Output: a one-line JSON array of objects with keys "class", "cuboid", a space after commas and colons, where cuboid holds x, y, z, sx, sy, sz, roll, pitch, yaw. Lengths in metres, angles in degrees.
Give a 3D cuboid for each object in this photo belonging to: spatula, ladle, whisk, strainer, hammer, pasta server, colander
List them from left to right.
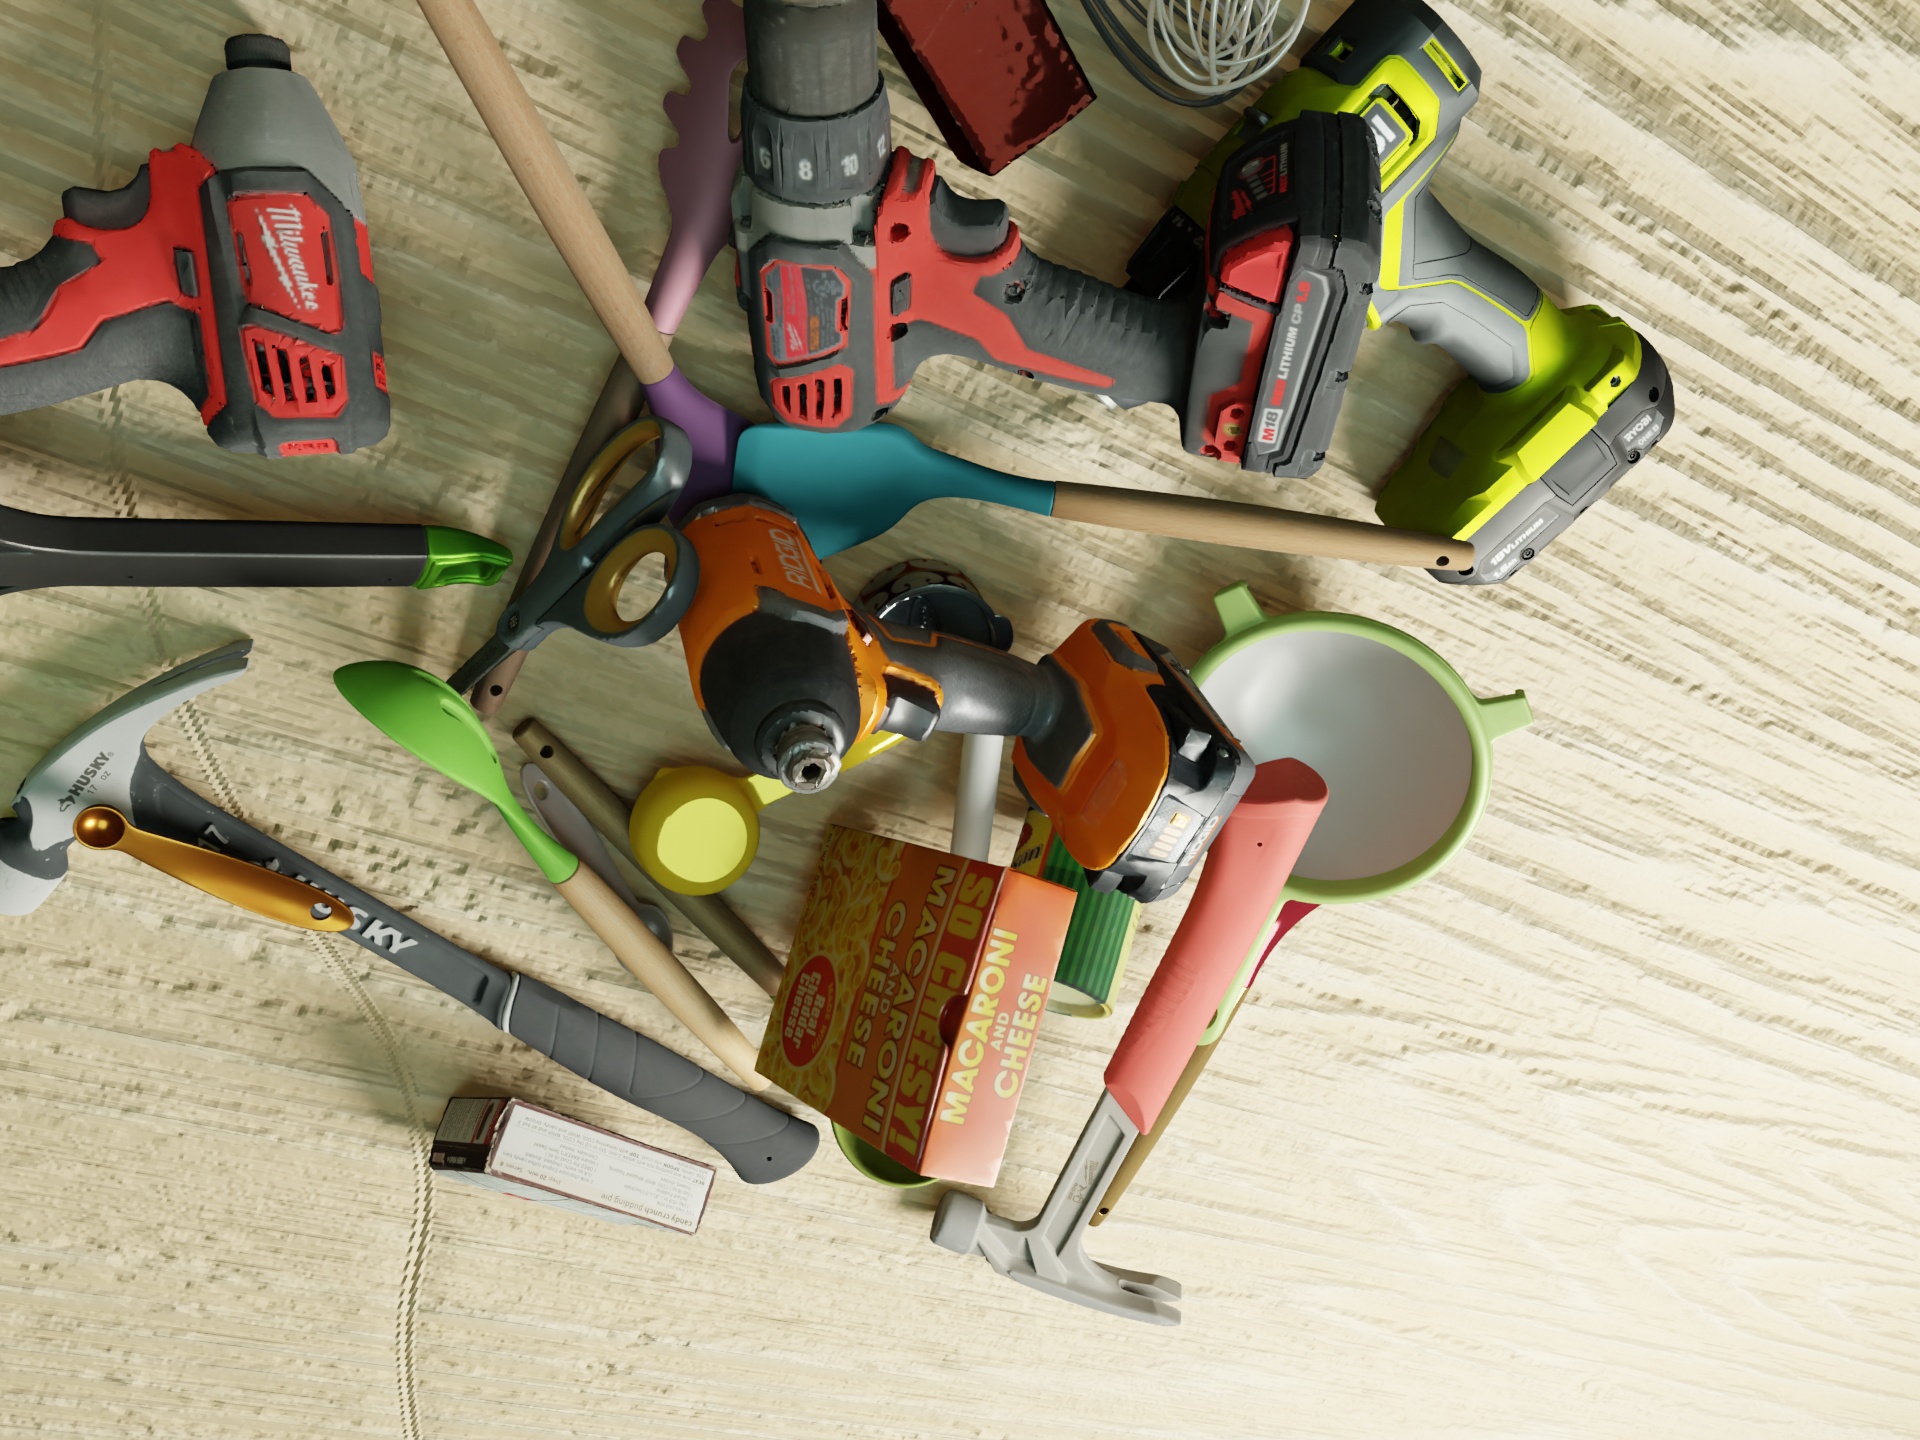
[{"class": "colander", "cuboid": [-0.349, -0.024, 0.542, 0.397, 0.204, 0.094, -3, 76, -32]}, {"class": "hammer", "cuboid": [-0.221, 0.117, 0.737, 0.149, 0.036, 0.408, -46, 121, 9]}, {"class": "pasta server", "cuboid": [-0.132, -0.136, 0.634, 0.060, 0.040, 0.316, 20, 114, -25]}, {"class": "spatula", "cuboid": [-0.121, -0.149, 0.587, 0.060, 0.018, 0.315, -29, 139, -1]}, {"class": "ladle", "cuboid": [-0.097, 0.114, 0.760, 0.078, 0.062, 0.319, -46, 119, -14]}, {"class": "strainer", "cuboid": [0.000, 0.091, 0.761, 0.087, 0.050, 0.258, -7, 106, -58]}, {"class": "whisk", "cuboid": [0.023, -0.309, 0.577, 0.238, 0.055, 0.055, 34, 104, -24]}, {"class": "spatula", "cuboid": [0.064, -0.083, 0.675, 0.317, 0.044, 0.082, 7, 134, -3]}, {"class": "hammer", "cuboid": [0.106, 0.172, 0.808, 0.149, 0.037, 0.358, 19, 121, -3]}, {"class": "ladle", "cuboid": [0.140, 0.161, 0.874, 0.069, 0.031, 0.315, 18, 113, -19]}, {"class": "strainer", "cuboid": [0.163, 0.051, 0.791, 0.151, 0.069, 0.256, 22, 121, 8]}, {"class": "whisk", "cuboid": [0.115, -0.339, 0.552, 0.057, 0.059, 0.246, 7, 97, -64]}]

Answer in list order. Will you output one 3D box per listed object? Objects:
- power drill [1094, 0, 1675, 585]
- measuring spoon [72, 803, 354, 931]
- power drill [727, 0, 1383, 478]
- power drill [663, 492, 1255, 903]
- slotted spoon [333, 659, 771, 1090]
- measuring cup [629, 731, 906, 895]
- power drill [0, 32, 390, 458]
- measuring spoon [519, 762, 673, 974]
[{"class": "power drill", "cuboid": [0.178, -0.162, 0.683, 0.228, 0.080, 0.190, 36, 107, -27]}, {"class": "measuring spoon", "cuboid": [-0.305, 0.061, 0.656, 0.116, 0.011, 0.021, 30, 101, -33]}, {"class": "power drill", "cuboid": [0.029, -0.177, 0.560, 0.226, 0.080, 0.187, 7, 142, 4]}, {"class": "power drill", "cuboid": [-0.001, -0.002, 0.623, 0.226, 0.164, 0.084, 18, 114, -26]}, {"class": "slotted spoon", "cuboid": [-0.159, 0.078, 0.694, 0.031, 0.070, 0.313, -39, 132, -9]}, {"class": "measuring cup", "cuboid": [-0.075, 0.028, 0.721, 0.156, 0.029, 0.062, -28, 109, -12]}, {"class": "power drill", "cuboid": [-0.312, -0.155, 0.530, 0.219, 0.078, 0.143, -7, 97, -19]}, {"class": "measuring spoon", "cuboid": [-0.172, 0.069, 0.735, 0.018, 0.034, 0.124, -9, 122, 32]}]
